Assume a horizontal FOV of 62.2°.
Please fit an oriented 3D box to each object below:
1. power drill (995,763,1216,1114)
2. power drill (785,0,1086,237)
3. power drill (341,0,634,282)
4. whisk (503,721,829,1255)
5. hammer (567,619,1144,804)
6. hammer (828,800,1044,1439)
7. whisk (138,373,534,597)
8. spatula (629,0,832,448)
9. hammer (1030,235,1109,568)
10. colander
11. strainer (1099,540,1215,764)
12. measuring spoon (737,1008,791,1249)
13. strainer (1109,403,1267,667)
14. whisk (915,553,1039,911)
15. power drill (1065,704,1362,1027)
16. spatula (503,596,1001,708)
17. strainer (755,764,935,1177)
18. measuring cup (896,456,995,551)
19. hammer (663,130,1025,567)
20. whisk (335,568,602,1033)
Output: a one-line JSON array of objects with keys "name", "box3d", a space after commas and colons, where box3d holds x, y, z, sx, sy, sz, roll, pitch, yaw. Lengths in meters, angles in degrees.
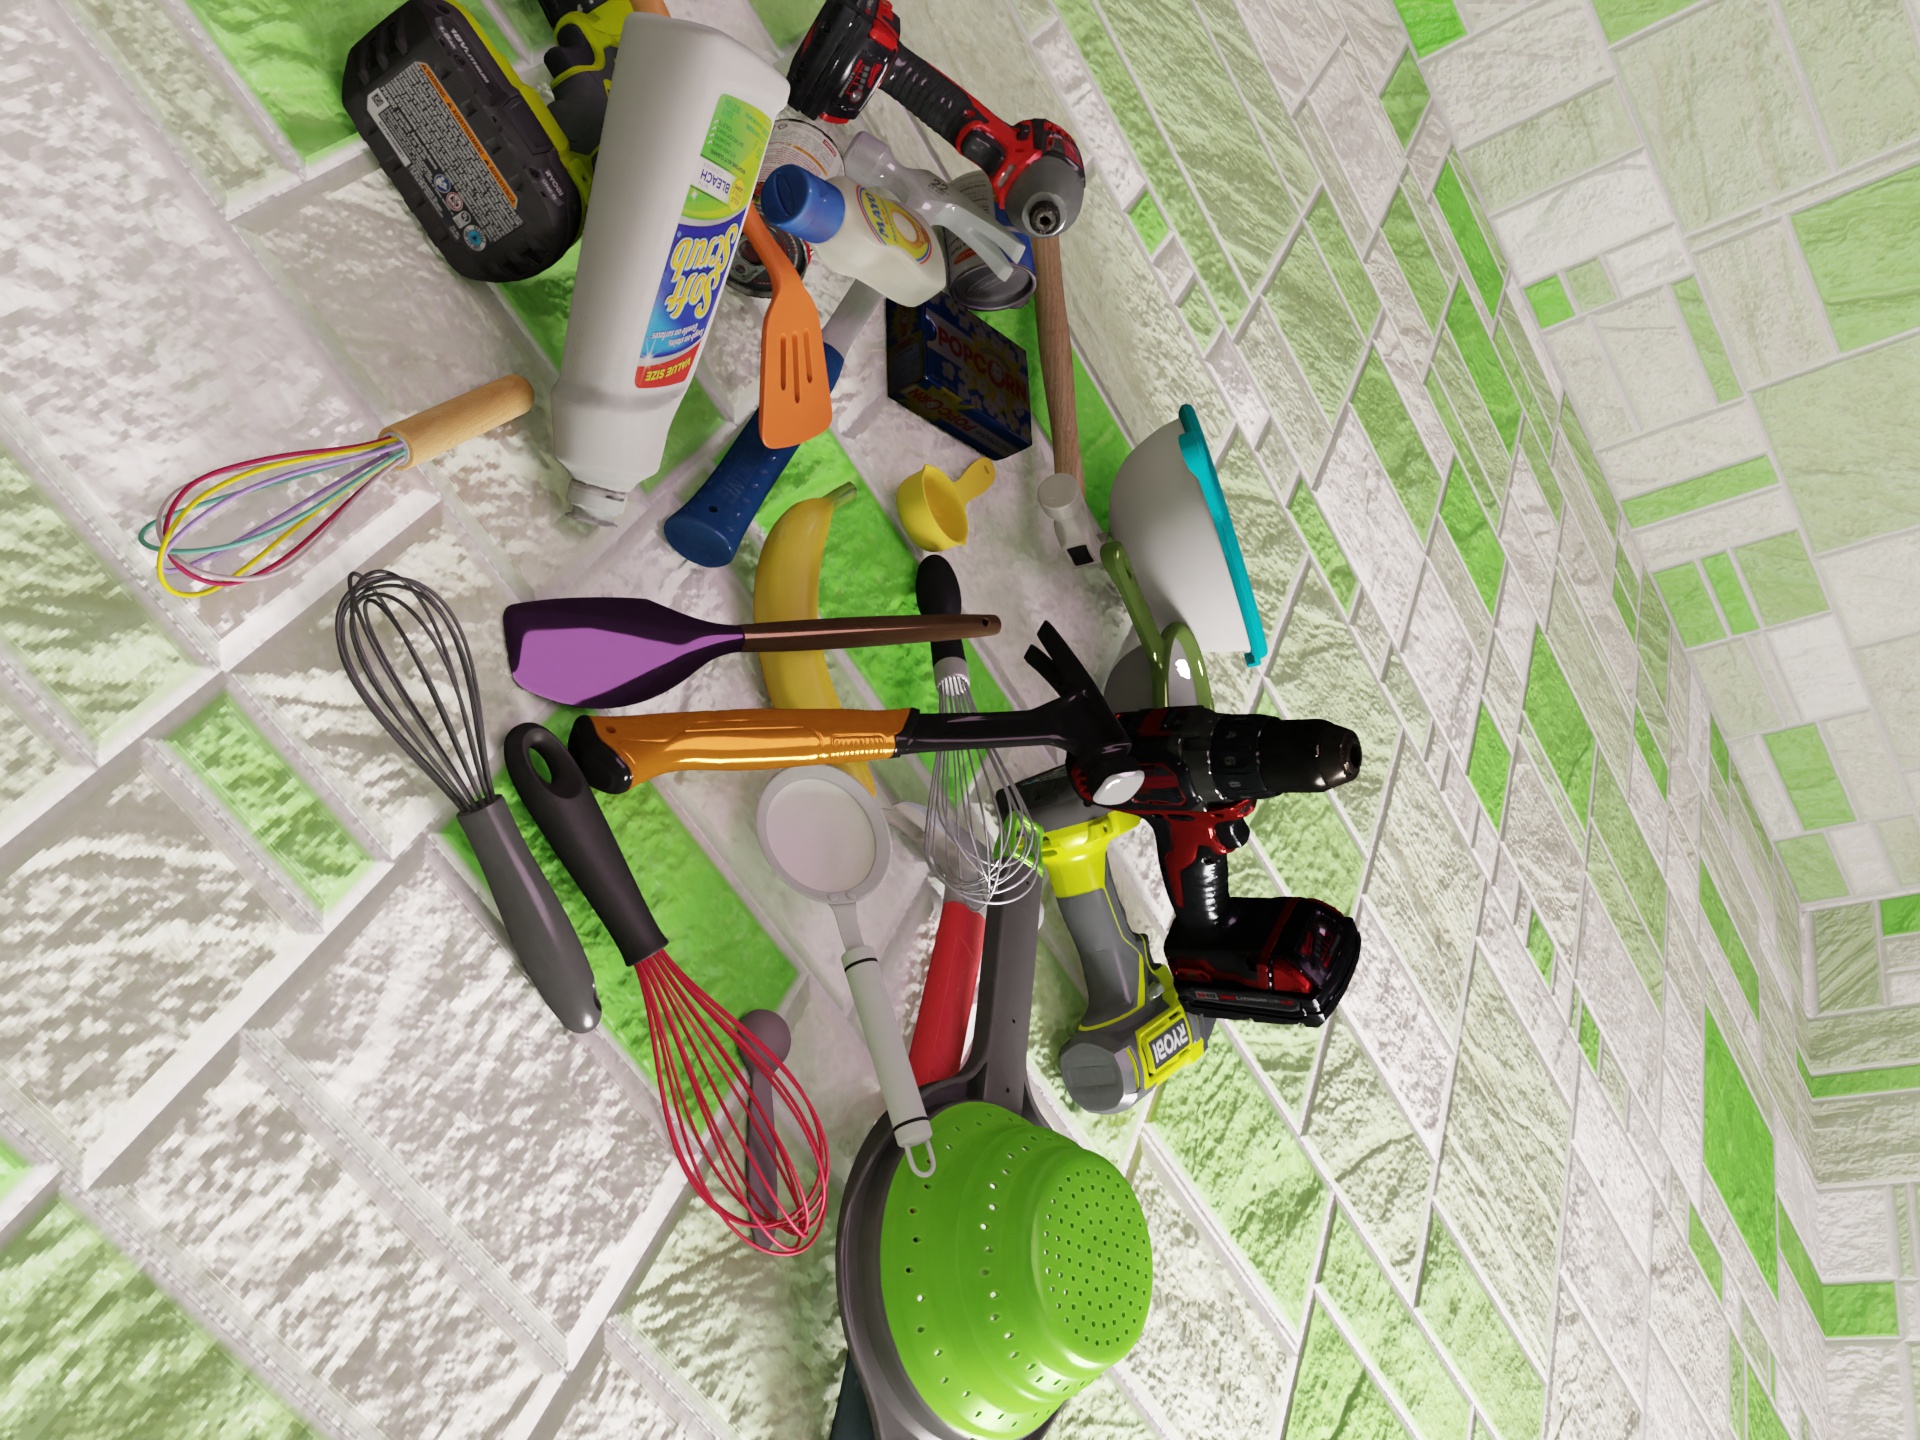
[{"name": "power drill", "box3d": [0.112, 0.138, 1.107, 0.171, 0.080, 0.223, -18, 93, -54]}, {"name": "power drill", "box3d": [-0.008, -0.416, 1.107, 0.219, 0.078, 0.143, 28, 33, -19]}, {"name": "power drill", "box3d": [-0.225, -0.352, 0.869, 0.190, 0.080, 0.229, 58, 35, -21]}, {"name": "whisk", "box3d": [-0.144, 0.132, 0.781, 0.073, 0.073, 0.296, -34, 96, -54]}, {"name": "hammer", "box3d": [-0.055, 0.001, 0.887, 0.336, 0.034, 0.127, -3, 50, -34]}, {"name": "hammer", "box3d": [-0.033, 0.231, 0.898, 0.143, 0.038, 0.387, 42, 45, -34]}, {"name": "whisk", "box3d": [-0.276, -0.115, 0.731, 0.245, 0.051, 0.047, -50, 137, -55]}, {"name": "spatula", "box3d": [-0.143, -0.312, 0.890, 0.081, 0.041, 0.322, -38, 106, -58]}, {"name": "hammer", "box3d": [0.078, -0.265, 1.252, 0.129, 0.031, 0.332, 58, 25, -58]}, {"name": "colander", "box3d": [0.045, 0.220, 0.891, 0.204, 0.094, 0.397, 35, 49, -37]}, {"name": "strainer", "box3d": [0.126, -0.031, 1.172, 0.256, 0.069, 0.152, 61, 31, -41]}, {"name": "measuring spoon", "box3d": [-0.099, 0.213, 0.834, 0.034, 0.018, 0.124, 20, 60, -48]}, {"name": "strainer", "box3d": [0.157, -0.147, 1.212, 0.340, 0.095, 0.211, 29, 45, -75]}, {"name": "whisk", "box3d": [-0.003, -0.003, 0.995, 0.070, 0.070, 0.285, 35, 33, -40]}, {"name": "power drill", "box3d": [0.184, 0.086, 1.002, 0.080, 0.188, 0.226, -52, 127, -40]}, {"name": "spatula", "box3d": [-0.101, -0.045, 0.887, 0.315, 0.018, 0.060, -6, 81, -38]}, {"name": "strainer", "box3d": [-0.060, 0.124, 0.866, 0.086, 0.050, 0.259, 0, 57, -36]}, {"name": "measuring cup", "box3d": [-0.007, -0.160, 1.129, 0.062, 0.029, 0.156, 63, 24, -12]}, {"name": "hammer", "box3d": [-0.077, -0.239, 1.019, 0.144, 0.035, 0.406, 29, 51, -6]}, {"name": "whisk", "box3d": [-0.221, 0.040, 0.729, 0.055, 0.055, 0.239, -41, 113, -53]}]
